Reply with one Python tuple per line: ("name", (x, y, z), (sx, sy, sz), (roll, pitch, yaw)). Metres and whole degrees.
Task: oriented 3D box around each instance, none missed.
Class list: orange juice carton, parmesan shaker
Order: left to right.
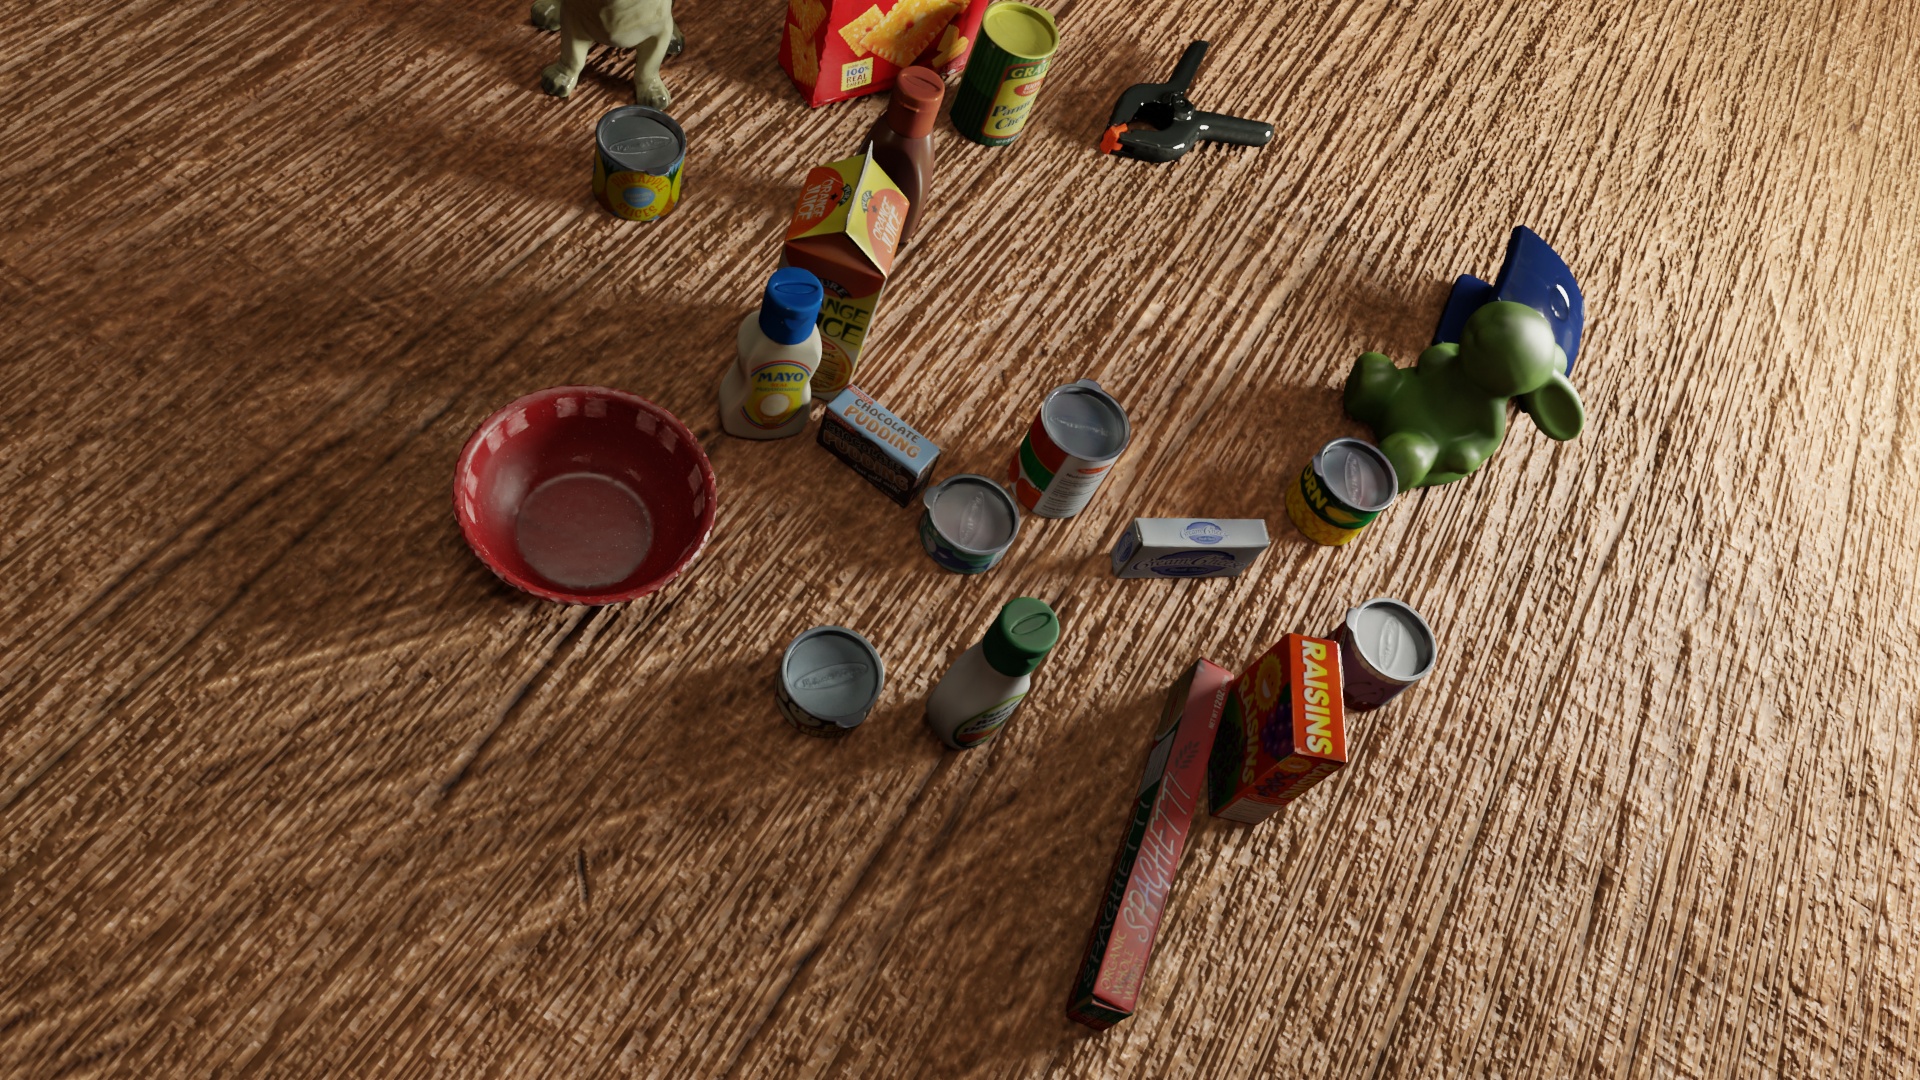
("orange juice carton", (-0.088, -0.184, 0.957), (0.073, 0.191, 0.072), (18, 57, -7))
("parmesan shaker", (0.038, -0.394, 1.176), (0.071, 0.102, 0.071), (8, 59, -13))

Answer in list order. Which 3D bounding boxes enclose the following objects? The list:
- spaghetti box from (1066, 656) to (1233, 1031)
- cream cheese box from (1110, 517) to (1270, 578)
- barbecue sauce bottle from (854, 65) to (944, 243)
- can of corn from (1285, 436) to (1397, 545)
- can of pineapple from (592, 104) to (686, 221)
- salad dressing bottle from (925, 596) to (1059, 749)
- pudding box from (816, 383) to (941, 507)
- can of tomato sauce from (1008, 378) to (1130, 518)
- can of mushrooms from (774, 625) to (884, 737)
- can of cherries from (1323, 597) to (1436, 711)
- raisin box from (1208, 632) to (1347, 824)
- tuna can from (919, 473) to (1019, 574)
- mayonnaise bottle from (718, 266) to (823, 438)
("spaghetti box", (0.124, 0.189, 0.890), (0.029, 0.050, 0.251), (26, 56, -2))
("cream cheese box", (0.166, 0.006, 1.010), (0.104, 0.053, 0.024), (0, 61, -18))
("barbecue sauce bottle", (-0.048, -0.294, 1.062), (0.065, 0.147, 0.044), (22, 57, -4))
("can of corn", (0.291, -0.038, 1.073), (0.071, 0.058, 0.071), (8, 59, -13))
("can of pineapple", (-0.243, -0.282, 1.047), (0.071, 0.057, 0.071), (8, 59, -13))
("salad dressing bottle", (0.020, 0.083, 0.861), (0.064, 0.147, 0.044), (-21, 69, -27))
("pudding box", (-0.058, -0.067, 0.984), (0.084, 0.049, 0.030), (37, 57, 6))
("can of tomato sauce", (0.077, -0.065, 1.006), (0.071, 0.082, 0.071), (8, 59, -13))
("can of mushrooms", (-0.084, 0.093, 0.891), (0.071, 0.033, 0.071), (8, 59, -13))
("can of cherries", (0.297, 0.081, 1.005), (0.071, 0.058, 0.072), (8, 59, -13))
("raisin box", (0.205, 0.126, 0.910), (0.040, 0.122, 0.086), (13, 58, -10))
("tuna can", (0.004, -0.012, 0.981), (0.071, 0.032, 0.071), (8, 59, -13))
("mayonnaise bottle", (-0.124, -0.124, 0.937), (0.065, 0.147, 0.041), (-2, 62, -19))
